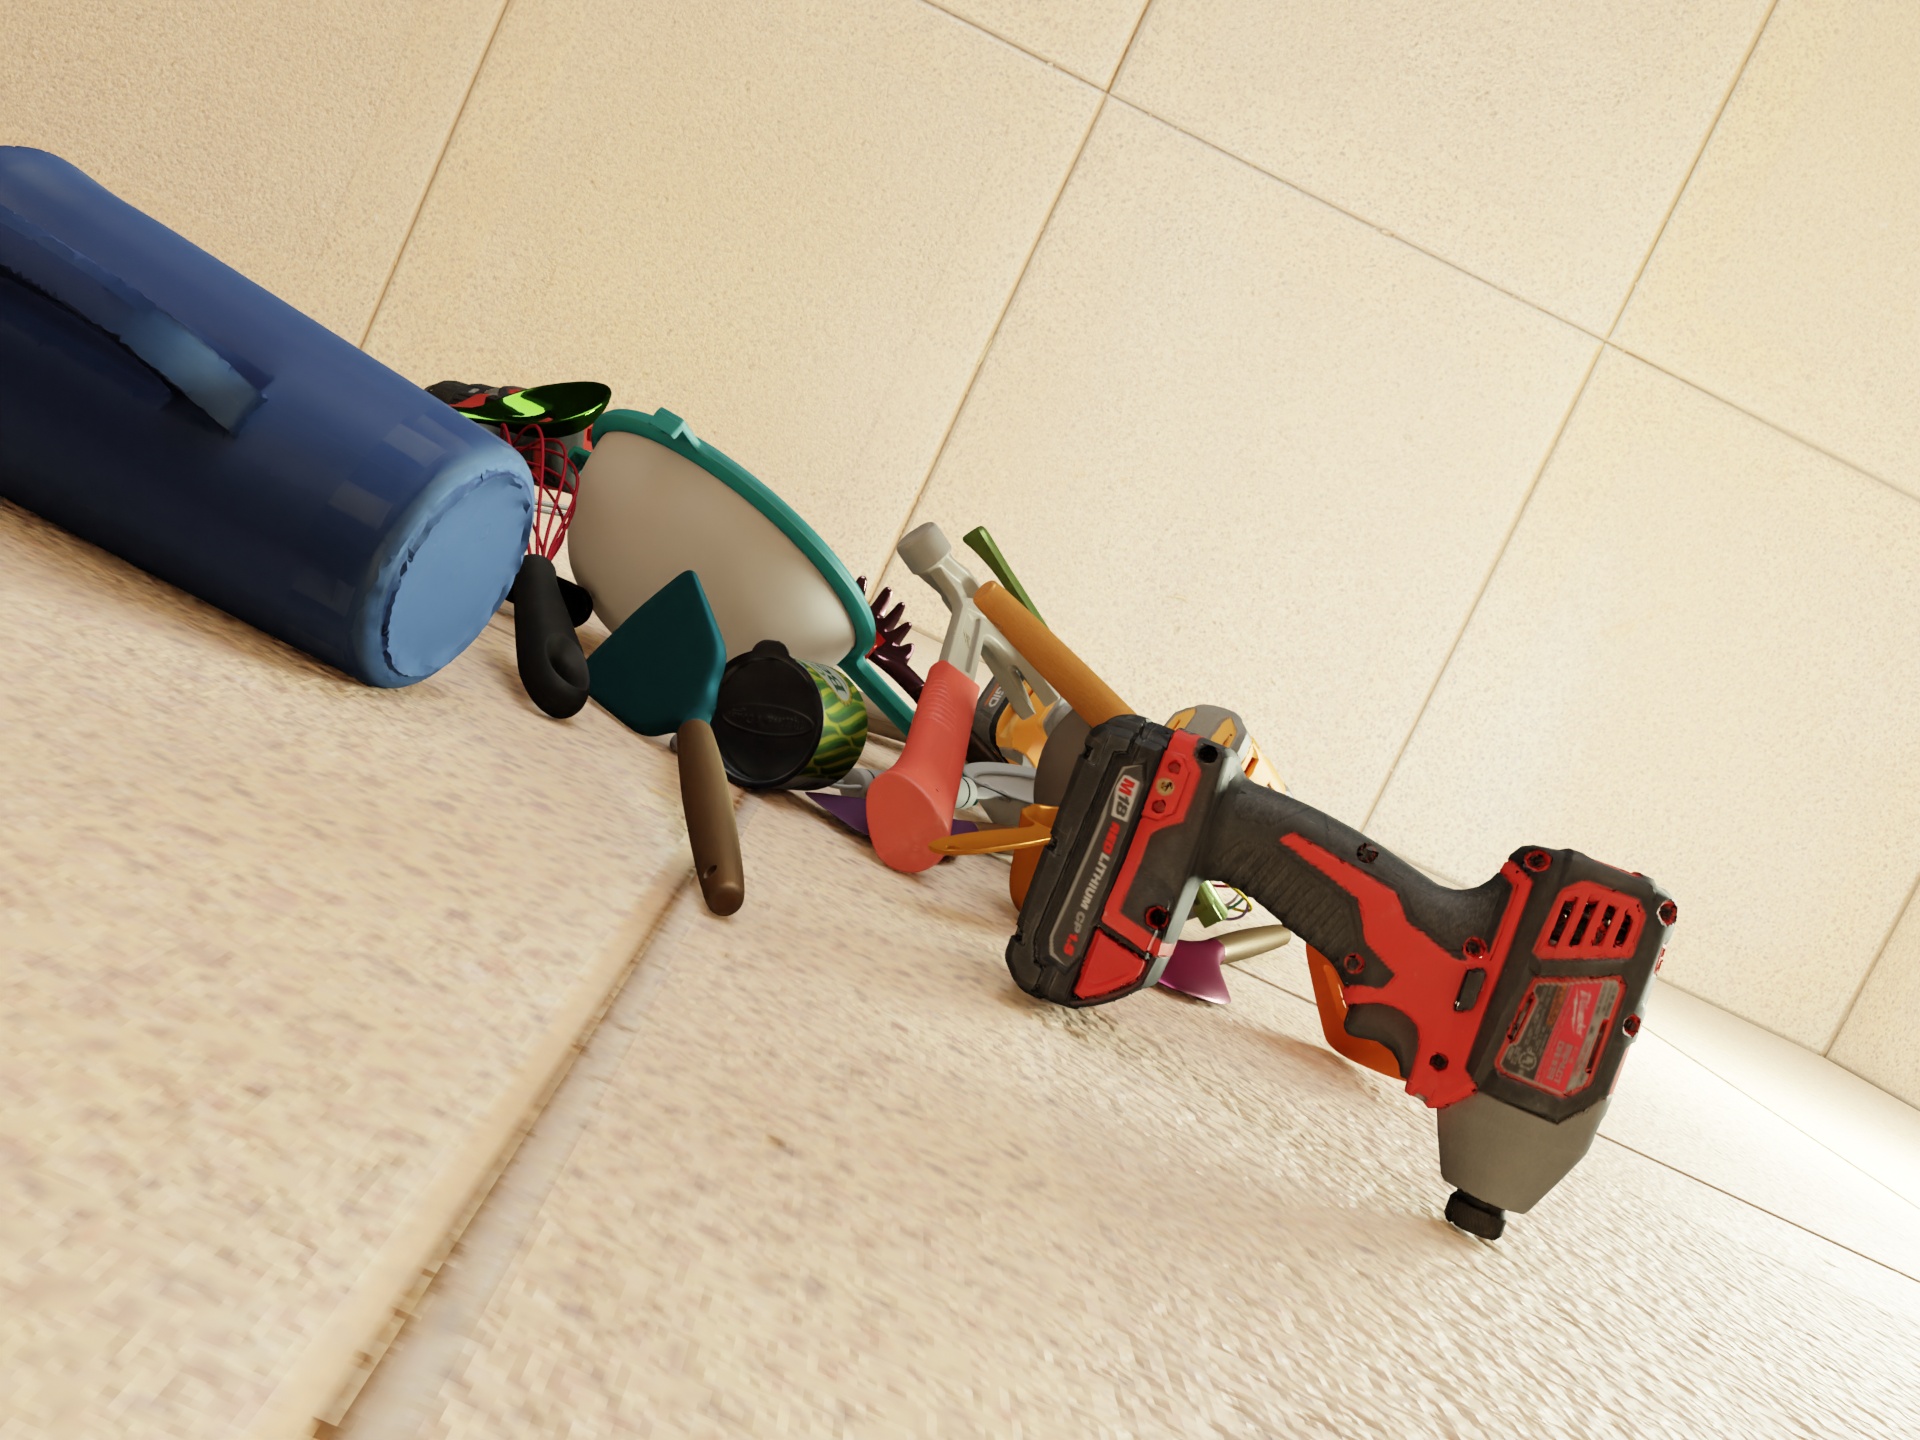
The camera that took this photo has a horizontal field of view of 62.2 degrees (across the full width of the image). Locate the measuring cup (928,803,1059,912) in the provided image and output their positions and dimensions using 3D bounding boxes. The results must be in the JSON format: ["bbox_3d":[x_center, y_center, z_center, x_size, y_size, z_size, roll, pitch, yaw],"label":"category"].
[{"bbox_3d":[0.040,0.076,0.736,0.095,0.052,0.173,17,10,39],"label":"measuring cup"}]

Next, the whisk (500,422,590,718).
[{"bbox_3d":[-0.222,-0.084,0.820,0.073,0.073,0.296,22,21,-31],"label":"whisk"}]

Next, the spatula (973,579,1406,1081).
[{"bbox_3d":[0.112,0.055,0.706,0.322,0.041,0.081,43,-17,-24],"label":"spatula"}]

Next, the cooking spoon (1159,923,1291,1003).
[{"bbox_3d":[0.147,0.128,0.890,0.069,0.017,0.318,28,6,22],"label":"cooking spoon"}]

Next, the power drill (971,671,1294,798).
[{"bbox_3d":[0.135,0.044,1.116,0.226,0.084,0.185,18,-24,43],"label":"power drill"}]

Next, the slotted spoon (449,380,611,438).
[{"bbox_3d":[-0.340,-0.170,0.896,0.313,0.031,0.070,-13,29,-41],"label":"slotted spoon"}]

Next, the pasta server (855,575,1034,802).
[{"bbox_3d":[-0.011,-0.011,1.114,0.060,0.040,0.317,4,30,-39],"label":"pasta server"}]

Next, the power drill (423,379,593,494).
[{"bbox_3d":[-0.362,-0.197,1.038,0.188,0.080,0.226,22,16,35],"label":"power drill"}]

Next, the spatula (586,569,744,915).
[{"bbox_3d":[-0.119,0.008,0.667,0.044,0.082,0.318,47,2,-21],"label":"spatula"}]

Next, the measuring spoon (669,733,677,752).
[{"bbox_3d":[-0.123,0.012,0.820,0.034,0.018,0.124,32,13,10],"label":"measuring spoon"}]

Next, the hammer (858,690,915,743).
[{"bbox_3d":[0.000,0.019,1.209,0.146,0.038,0.410,31,8,38],"label":"hammer"}]

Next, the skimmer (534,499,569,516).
[{"bbox_3d":[-0.306,-0.131,1.144,0.363,0.127,0.090,8,58,-36],"label":"skimmer"}]

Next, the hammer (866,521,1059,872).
[{"bbox_3d":[-0.001,-0.003,0.893,0.149,0.036,0.359,54,17,-15],"label":"hammer"}]

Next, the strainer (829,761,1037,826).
[{"bbox_3d":[0.003,0.044,0.936,0.087,0.050,0.258,21,8,34],"label":"strainer"}]

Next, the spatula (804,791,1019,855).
[{"bbox_3d":[0.018,0.067,0.895,0.060,0.018,0.315,31,9,29],"label":"spatula"}]

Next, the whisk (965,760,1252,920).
[{"bbox_3d":[0.091,0.071,1.075,0.245,0.051,0.047,25,10,30],"label":"whisk"}]

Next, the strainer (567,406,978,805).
[{"bbox_3d":[-0.119,-0.036,0.969,0.340,0.095,0.211,46,-19,-22],"label":"strainer"}]

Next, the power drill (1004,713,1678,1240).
[{"bbox_3d":[0.137,0.092,0.597,0.220,0.143,0.078,20,-1,15],"label":"power drill"}]

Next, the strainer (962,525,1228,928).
[{"bbox_3d":[0.054,0.015,0.883,0.256,0.069,0.151,58,5,4],"label":"strainer"}]
